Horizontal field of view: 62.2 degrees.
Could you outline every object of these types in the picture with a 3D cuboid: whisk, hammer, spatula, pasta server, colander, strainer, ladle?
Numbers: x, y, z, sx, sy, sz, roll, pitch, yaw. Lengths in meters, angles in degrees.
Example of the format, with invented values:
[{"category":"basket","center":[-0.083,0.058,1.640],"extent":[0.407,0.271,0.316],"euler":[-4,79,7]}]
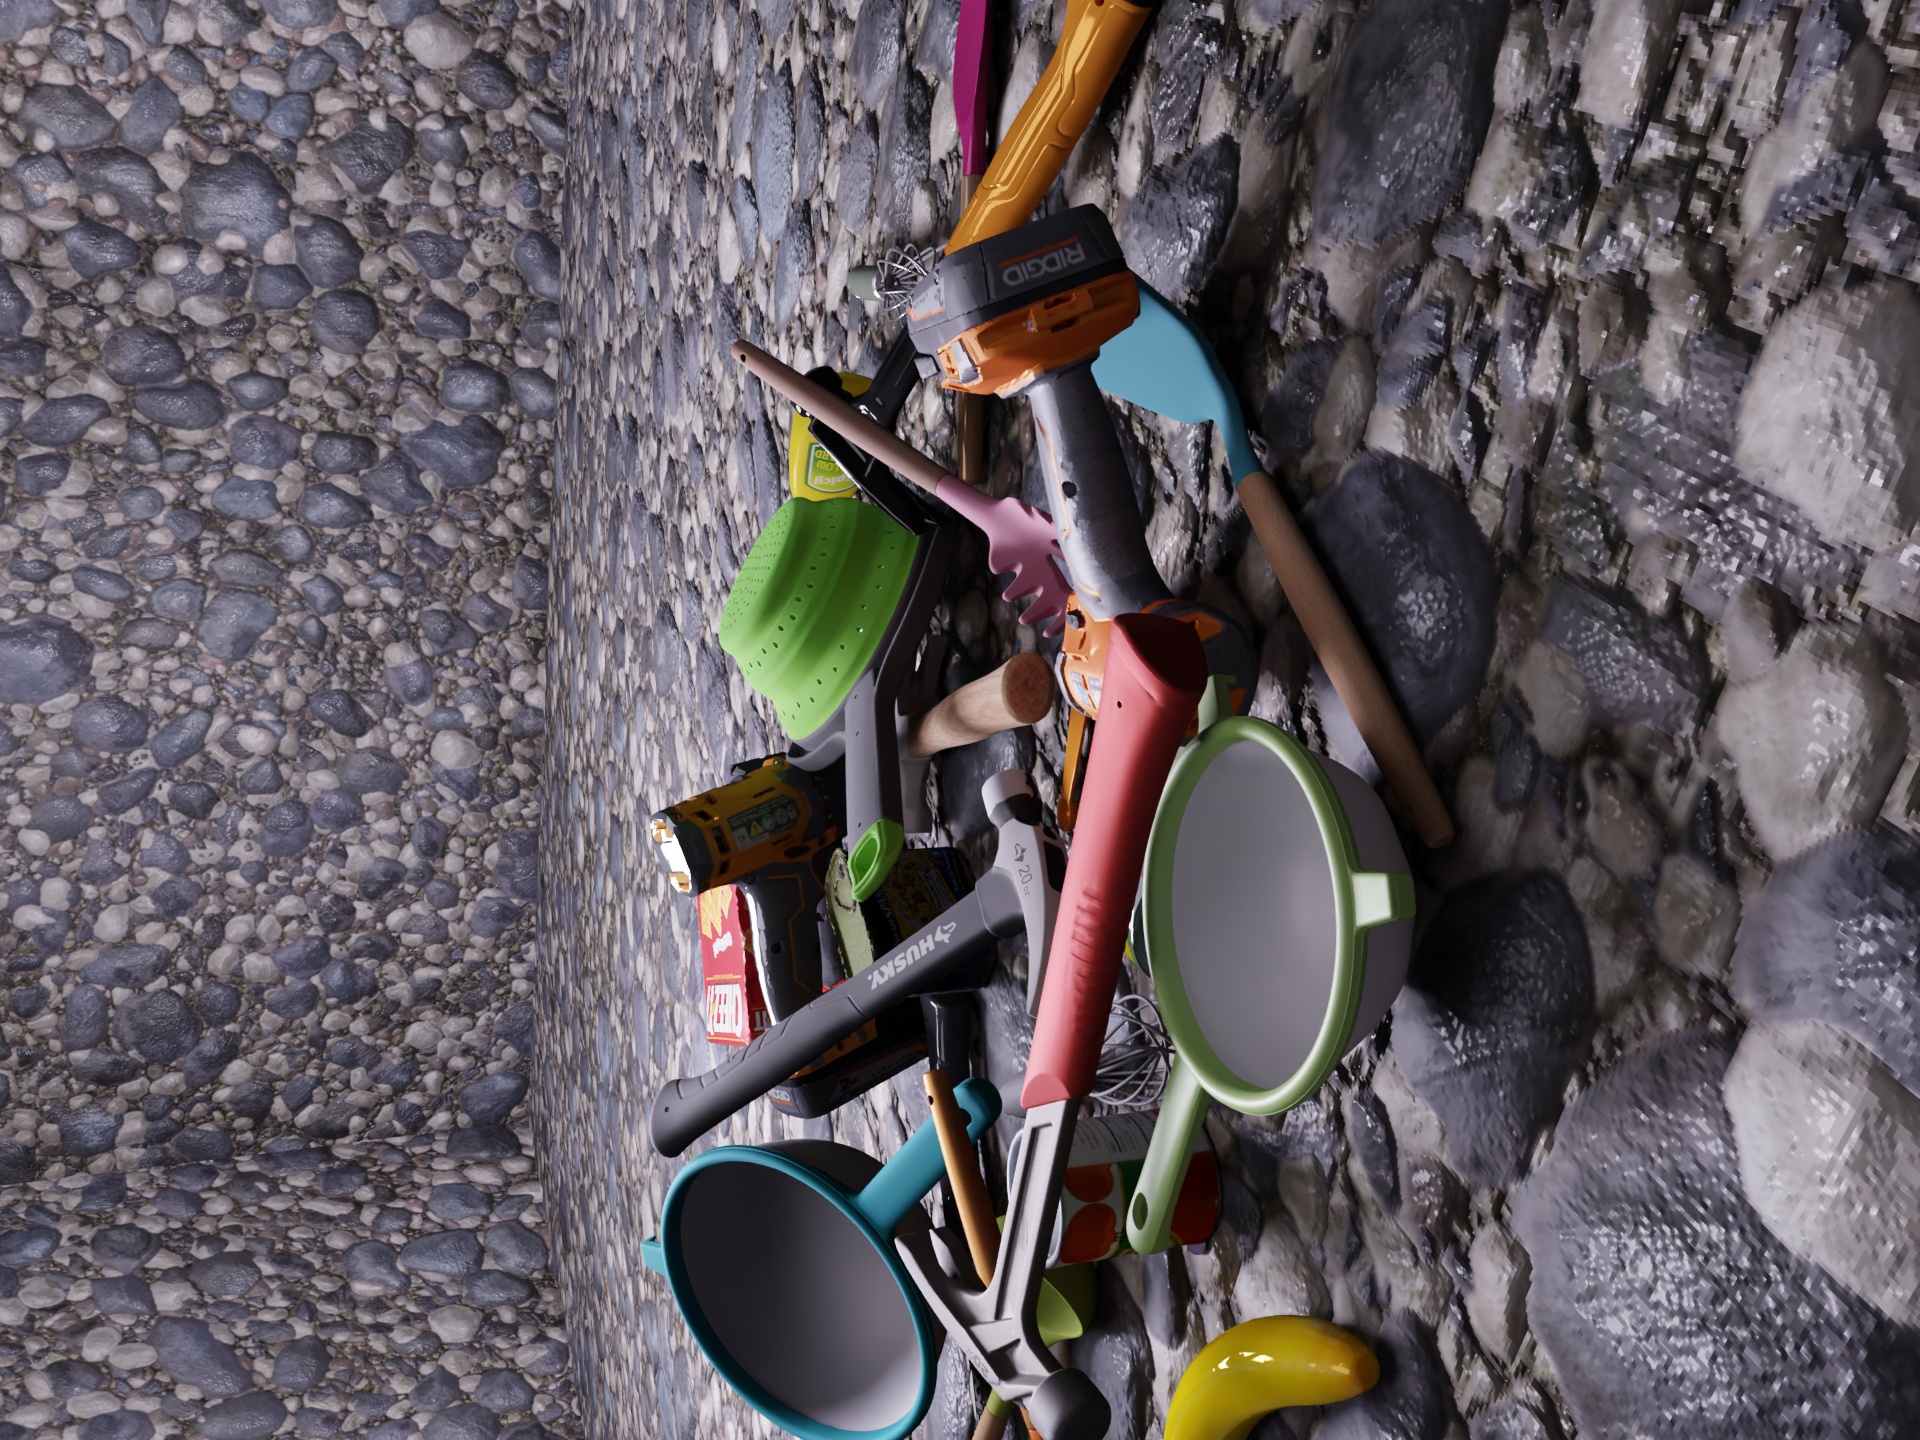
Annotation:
[{"category":"whisk","center":[-0.044,-0.288,1.047],"extent":[0.059,0.057,0.246],"euler":[-53,20,5]},{"category":"hammer","center":[0.009,0.373,1.006],"extent":[0.149,0.036,0.409],"euler":[146,120,-66]},{"category":"spatula","center":[0.042,0.336,0.823],"extent":[0.081,0.041,0.323],"euler":[-34,70,55]},{"category":"hammer","center":[0.043,0.126,0.685],"extent":[0.149,0.036,0.359],"euler":[36,121,53]},{"category":"hammer","center":[0.012,-0.253,0.872],"extent":[0.127,0.034,0.336],"euler":[49,134,13]},{"category":"whisk","center":[0.061,0.188,0.844],"extent":[0.239,0.055,0.055],"euler":[129,134,-64]},{"category":"pasta server","center":[-0.033,-0.145,0.904],"extent":[0.316,0.040,0.060],"euler":[38,126,29]},{"category":"colander","center":[-0.087,-0.035,0.960],"extent":[0.204,0.094,0.397],"euler":[-54,21,24]},{"category":"hammer","center":[-0.066,0.173,0.926],"extent":[0.334,0.035,0.146],"euler":[-37,48,26]},{"category":"strainer","center":[0.124,0.119,0.642],"extent":[0.152,0.069,0.256],"euler":[-121,36,-54]},{"category":"hammer","center":[-0.001,-0.003,0.935],"extent":[0.331,0.031,0.130],"euler":[155,116,-76]},{"category":"strainer","center":[-0.051,0.302,0.973],"extent":[0.211,0.095,0.340],"euler":[45,125,12]},{"category":"ladle","center":[0.007,0.419,0.908],"extent":[0.078,0.062,0.320],"euler":[28,109,33]},{"category":"spatula","center":[0.122,-0.077,0.669],"extent":[0.082,0.044,0.318],"euler":[90,164,-55]}]

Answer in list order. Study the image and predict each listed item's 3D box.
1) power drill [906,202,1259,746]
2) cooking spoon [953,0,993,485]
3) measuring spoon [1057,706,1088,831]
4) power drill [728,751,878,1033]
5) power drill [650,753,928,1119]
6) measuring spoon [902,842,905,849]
[{"category":"power drill","center":[0.051,-0.102,0.725],"extent":[0.164,0.084,0.226],"euler":[-159,47,-77]},{"category":"cooking spoon","center":[0.008,-0.304,0.968],"extent":[0.069,0.017,0.319],"euler":[-156,67,-73]},{"category":"measuring spoon","center":[0.067,0.005,0.863],"extent":[0.021,0.011,0.117],"euler":[-136,52,-66]},{"category":"power drill","center":[-0.109,0.135,1.198],"extent":[0.143,0.078,0.219],"euler":[-167,65,-67]},{"category":"power drill","center":[-0.090,0.131,1.087],"extent":[0.084,0.185,0.226],"euler":[-11,101,59]},{"category":"measuring spoon","center":[-0.061,0.070,1.166],"extent":[0.042,0.021,0.129],"euler":[113,147,-46]}]
